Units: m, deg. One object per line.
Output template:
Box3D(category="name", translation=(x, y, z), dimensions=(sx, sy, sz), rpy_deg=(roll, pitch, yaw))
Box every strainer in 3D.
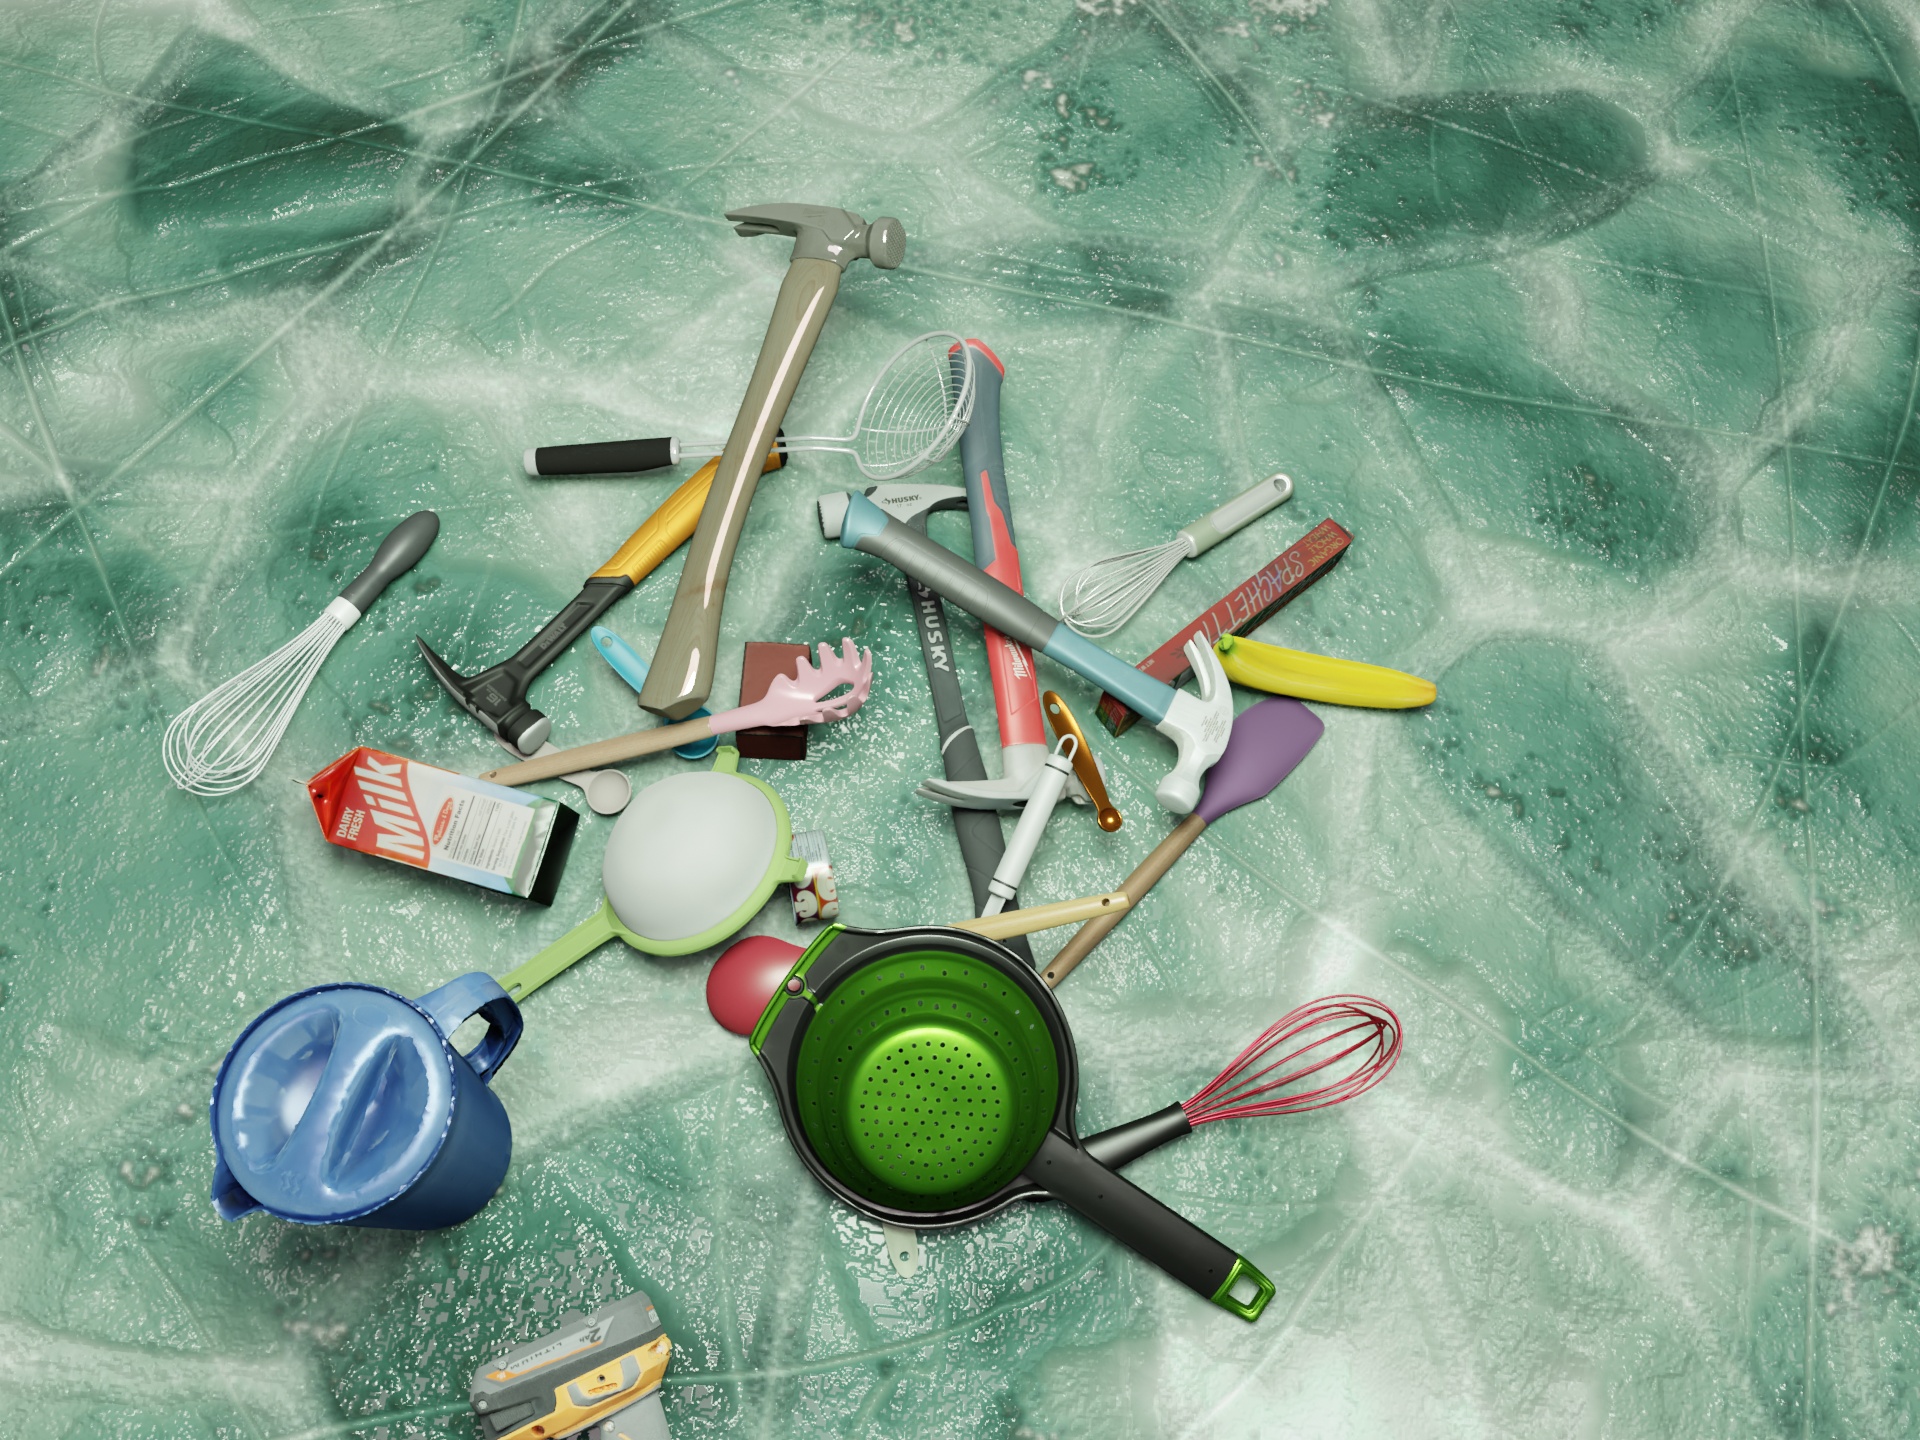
Box3D(category="strainer", translation=(0.024, 0.126, 1.129), dimensions=(0.087, 0.050, 0.258), rpy_deg=(21, 83, 37))
Box3D(category="strainer", translation=(-0.243, 0.116, 1.119), dimensions=(0.256, 0.069, 0.152), rpy_deg=(-35, 47, -3))

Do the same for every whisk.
Box3D(category="whisk", translation=(0.176, -0.139, 1.280), dimensions=(0.246, 0.059, 0.058), rpy_deg=(-32, 86, -19))
Box3D(category="whisk", translation=(0.174, 0.269, 1.115), dimensions=(0.296, 0.073, 0.073), rpy_deg=(-23, 71, -5))
Box3D(category="whisk", translation=(-0.489, -0.057, 1.203), dimensions=(0.070, 0.070, 0.285), rpy_deg=(30, 65, 8))

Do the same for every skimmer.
Box3D(category="skimmer", translation=(-0.167, -0.233, 1.230), dimensions=(0.363, 0.090, 0.127), rpy_deg=(-3, 59, 4))

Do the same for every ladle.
Box3D(category="ladle", translation=(-0.036, 0.158, 1.102), dimensions=(0.315, 0.031, 0.069), rpy_deg=(-14, 71, 12))

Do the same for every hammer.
Box3D(category="hammer", translation=(0.054, -0.067, 1.171), dimensions=(0.331, 0.033, 0.128), rpy_deg=(31, 66, -1))
Box3D(category="hammer", translation=(-0.002, -0.004, 1.222), dimensions=(0.149, 0.036, 0.409), rpy_deg=(-10, 70, -8))
Box3D(category="hammer", translation=(-0.167, -0.200, 1.184), dimensions=(0.146, 0.038, 0.411), rpy_deg=(12, 77, 20))
Box3D(category="hammer", translation=(0.014, -0.120, 1.223), dimensions=(0.143, 0.038, 0.387), rpy_deg=(0, 70, -21))
Box3D(category="hammer", translation=(-0.265, -0.127, 1.252), dimensions=(0.127, 0.034, 0.337), rpy_deg=(37, 69, 16))

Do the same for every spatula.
Box3D(category="spatula", translation=(0.162, 0.091, 1.203), dimensions=(0.060, 0.018, 0.316), rpy_deg=(40, 70, 15))

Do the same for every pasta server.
Box3D(category="pasta server", translation=(-0.209, 0.006, 1.160), dimensions=(0.316, 0.040, 0.060), rpy_deg=(-14, 54, 9))

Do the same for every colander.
Box3D(category="colander", translation=(0.046, 0.287, 1.038), dimensions=(0.397, 0.094, 0.204), rpy_deg=(34, 90, -3))

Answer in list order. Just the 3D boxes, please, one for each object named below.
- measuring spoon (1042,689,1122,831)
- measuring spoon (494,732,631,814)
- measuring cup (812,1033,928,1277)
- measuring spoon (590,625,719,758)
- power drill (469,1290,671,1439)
Box3D(category="measuring spoon", translation=(0.087, 0.030, 1.166), dimensions=(0.021, 0.011, 0.117), rpy_deg=(-17, 73, -27))
Box3D(category="measuring spoon", translation=(-0.300, 0.035, 1.202), dimensions=(0.124, 0.018, 0.034), rpy_deg=(27, 77, 14))
Box3D(category="measuring cup", translation=(-0.054, 0.299, 1.104), dimensions=(0.083, 0.038, 0.167), rpy_deg=(-12, 86, -6))
Box3D(category="measuring spoon", translation=(-0.235, -0.022, 1.207), dimensions=(0.128, 0.021, 0.042), rpy_deg=(47, 70, -3))
Box3D(category="power drill", translation=(-0.232, 0.498, 0.988), dimensions=(0.185, 0.084, 0.226), rpy_deg=(-23, 76, -10))
